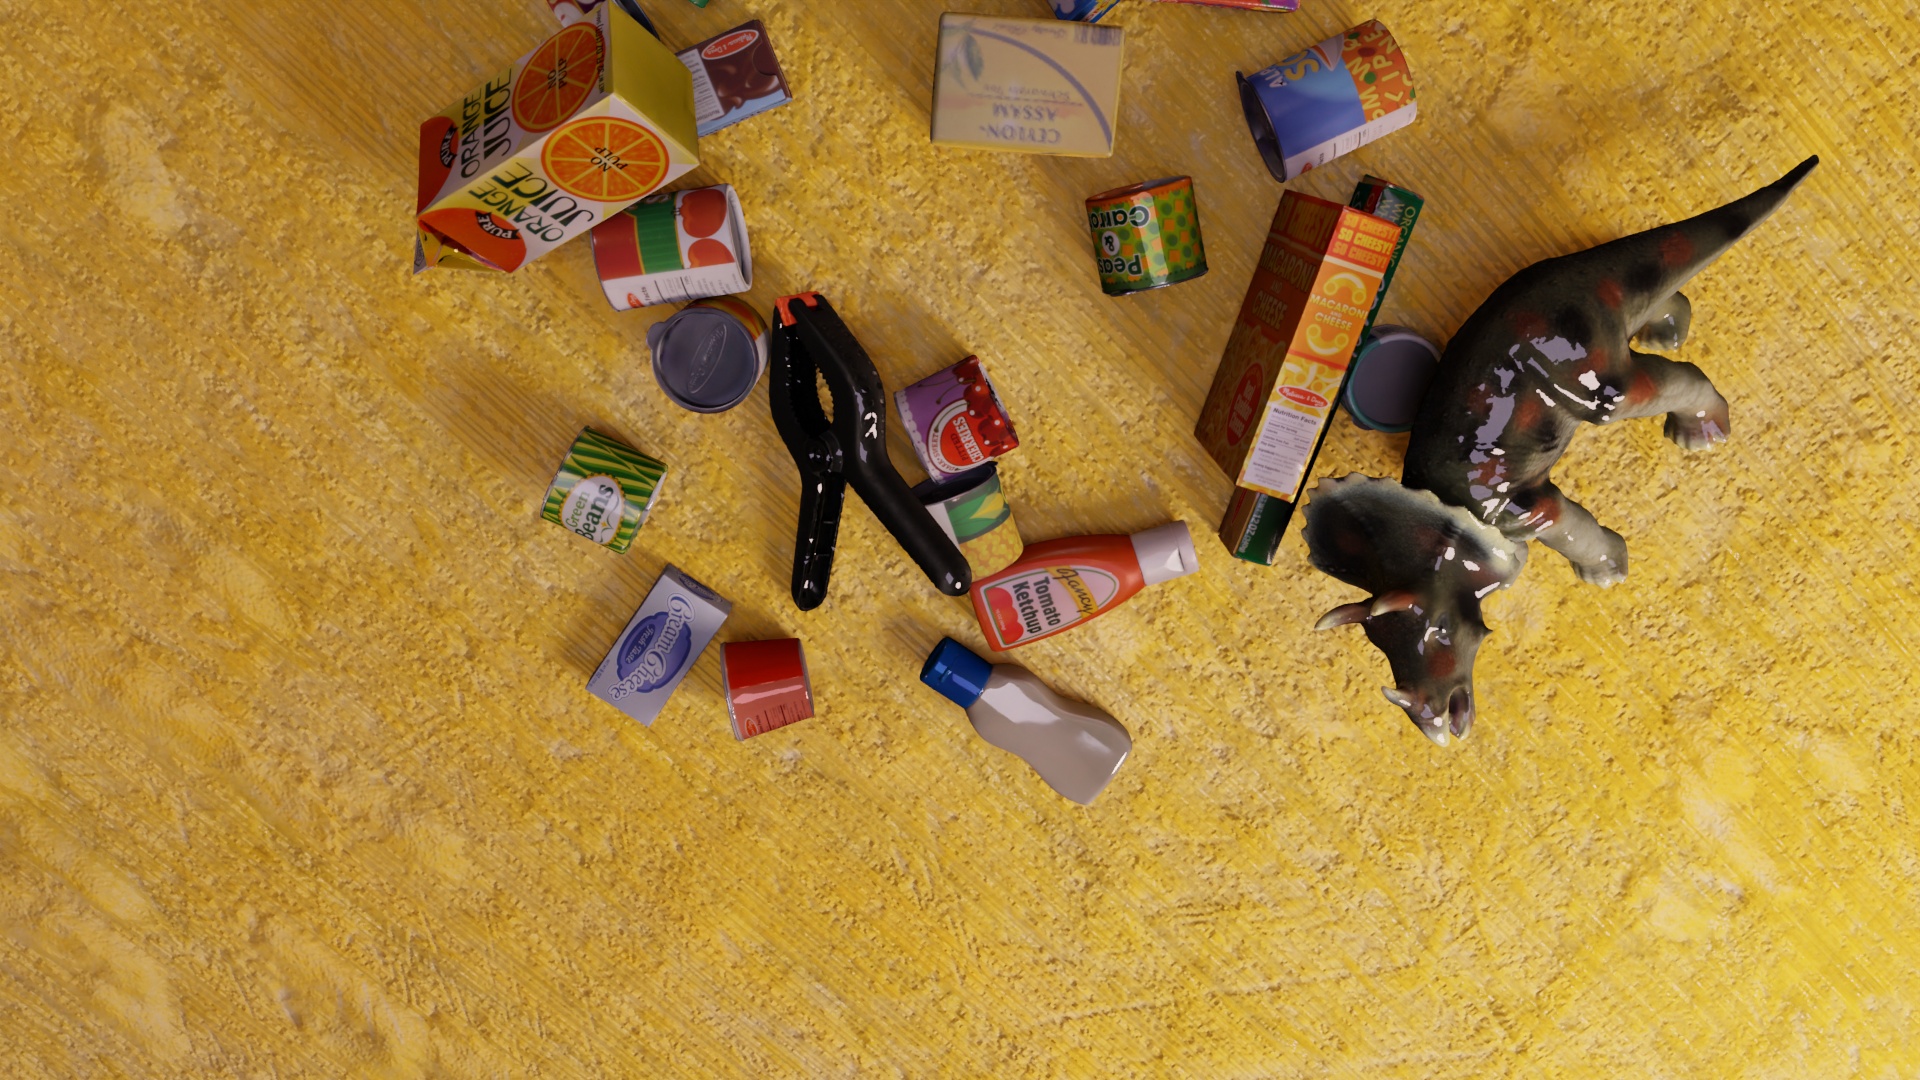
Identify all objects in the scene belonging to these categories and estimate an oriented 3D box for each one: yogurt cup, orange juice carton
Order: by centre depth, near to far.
[{"bbox_3d":[-0.248,-0.220,0.802,0.192,0.072,0.073,-22,152,24],"label":"orange juice carton"},{"bbox_3d":[-0.129,0.097,0.934,0.054,0.072,0.072,-11,107,-5],"label":"yogurt cup"}]

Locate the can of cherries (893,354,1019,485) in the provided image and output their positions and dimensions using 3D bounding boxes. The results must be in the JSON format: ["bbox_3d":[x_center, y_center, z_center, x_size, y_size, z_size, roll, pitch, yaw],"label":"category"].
[{"bbox_3d":[-0.002,-0.075,0.876,0.058,0.072,0.071,-25,106,7],"label":"can of cherries"}]

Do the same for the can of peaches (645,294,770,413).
[{"bbox_3d":[-0.157,-0.119,0.869,0.071,0.058,0.071,0,108,1],"label":"can of peaches"}]

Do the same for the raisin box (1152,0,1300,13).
[{"bbox_3d":[0.139,-0.356,0.805,0.123,0.040,0.085,5,106,-2],"label":"raisin box"}]

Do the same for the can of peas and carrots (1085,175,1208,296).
[{"bbox_3d":[0.111,-0.185,0.842,0.071,0.071,0.058,-12,106,4],"label":"can of peas and carrots"}]

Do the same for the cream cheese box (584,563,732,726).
[{"bbox_3d":[-0.205,0.072,0.946,0.053,0.024,0.103,34,105,-11],"label":"cream cheese box"}]

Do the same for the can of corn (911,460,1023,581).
[{"bbox_3d":[0.003,-0.011,0.900,0.071,0.071,0.058,-18,107,6],"label":"can of corn"}]

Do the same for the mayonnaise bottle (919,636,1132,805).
[{"bbox_3d":[0.043,0.119,0.953,0.148,0.041,0.064,34,103,-9],"label":"mayonnaise bottle"}]

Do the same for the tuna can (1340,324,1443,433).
[{"bbox_3d":[0.274,-0.101,0.887,0.071,0.033,0.070,0,107,0],"label":"tuna can"}]

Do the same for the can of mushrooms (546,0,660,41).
[{"bbox_3d":[-0.210,-0.308,0.805,0.033,0.071,0.071,-34,104,12],"label":"can of mushrooms"}]

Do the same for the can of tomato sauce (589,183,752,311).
[{"bbox_3d":[-0.175,-0.181,0.846,0.083,0.071,0.071,-8,107,2],"label":"can of tomato sauce"}]

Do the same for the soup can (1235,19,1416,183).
[{"bbox_3d":[0.215,-0.262,0.820,0.084,0.071,0.071,-24,106,7],"label":"soup can"}]

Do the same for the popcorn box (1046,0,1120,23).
[{"bbox_3d":[0.062,-0.362,0.770,0.085,0.038,0.127,-34,84,31],"label":"popcorn box"}]

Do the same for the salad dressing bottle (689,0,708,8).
[{"bbox_3d":[-0.126,-0.380,0.795,0.064,0.044,0.147,32,105,-8],"label":"salad dressing bottle"}]

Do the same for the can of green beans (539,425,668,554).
[{"bbox_3d":[-0.228,-0.032,0.892,0.058,0.071,0.071,26,106,-8],"label":"can of green beans"}]

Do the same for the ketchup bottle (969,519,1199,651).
[{"bbox_3d":[0.082,0.024,0.921,0.149,0.044,0.064,-17,115,5],"label":"ketchup bottle"}]

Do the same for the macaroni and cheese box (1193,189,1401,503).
[{"bbox_3d":[0.198,-0.120,0.834,0.040,0.124,0.166,16,107,-8],"label":"macaroni and cheese box"}]

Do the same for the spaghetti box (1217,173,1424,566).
[{"bbox_3d":[0.224,-0.105,0.877,0.029,0.050,0.249,17,106,-7],"label":"spaghetti box"}]

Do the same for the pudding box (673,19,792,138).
[{"bbox_3d":[-0.148,-0.273,0.836,0.084,0.030,0.049,-21,105,6],"label":"pudding box"}]
